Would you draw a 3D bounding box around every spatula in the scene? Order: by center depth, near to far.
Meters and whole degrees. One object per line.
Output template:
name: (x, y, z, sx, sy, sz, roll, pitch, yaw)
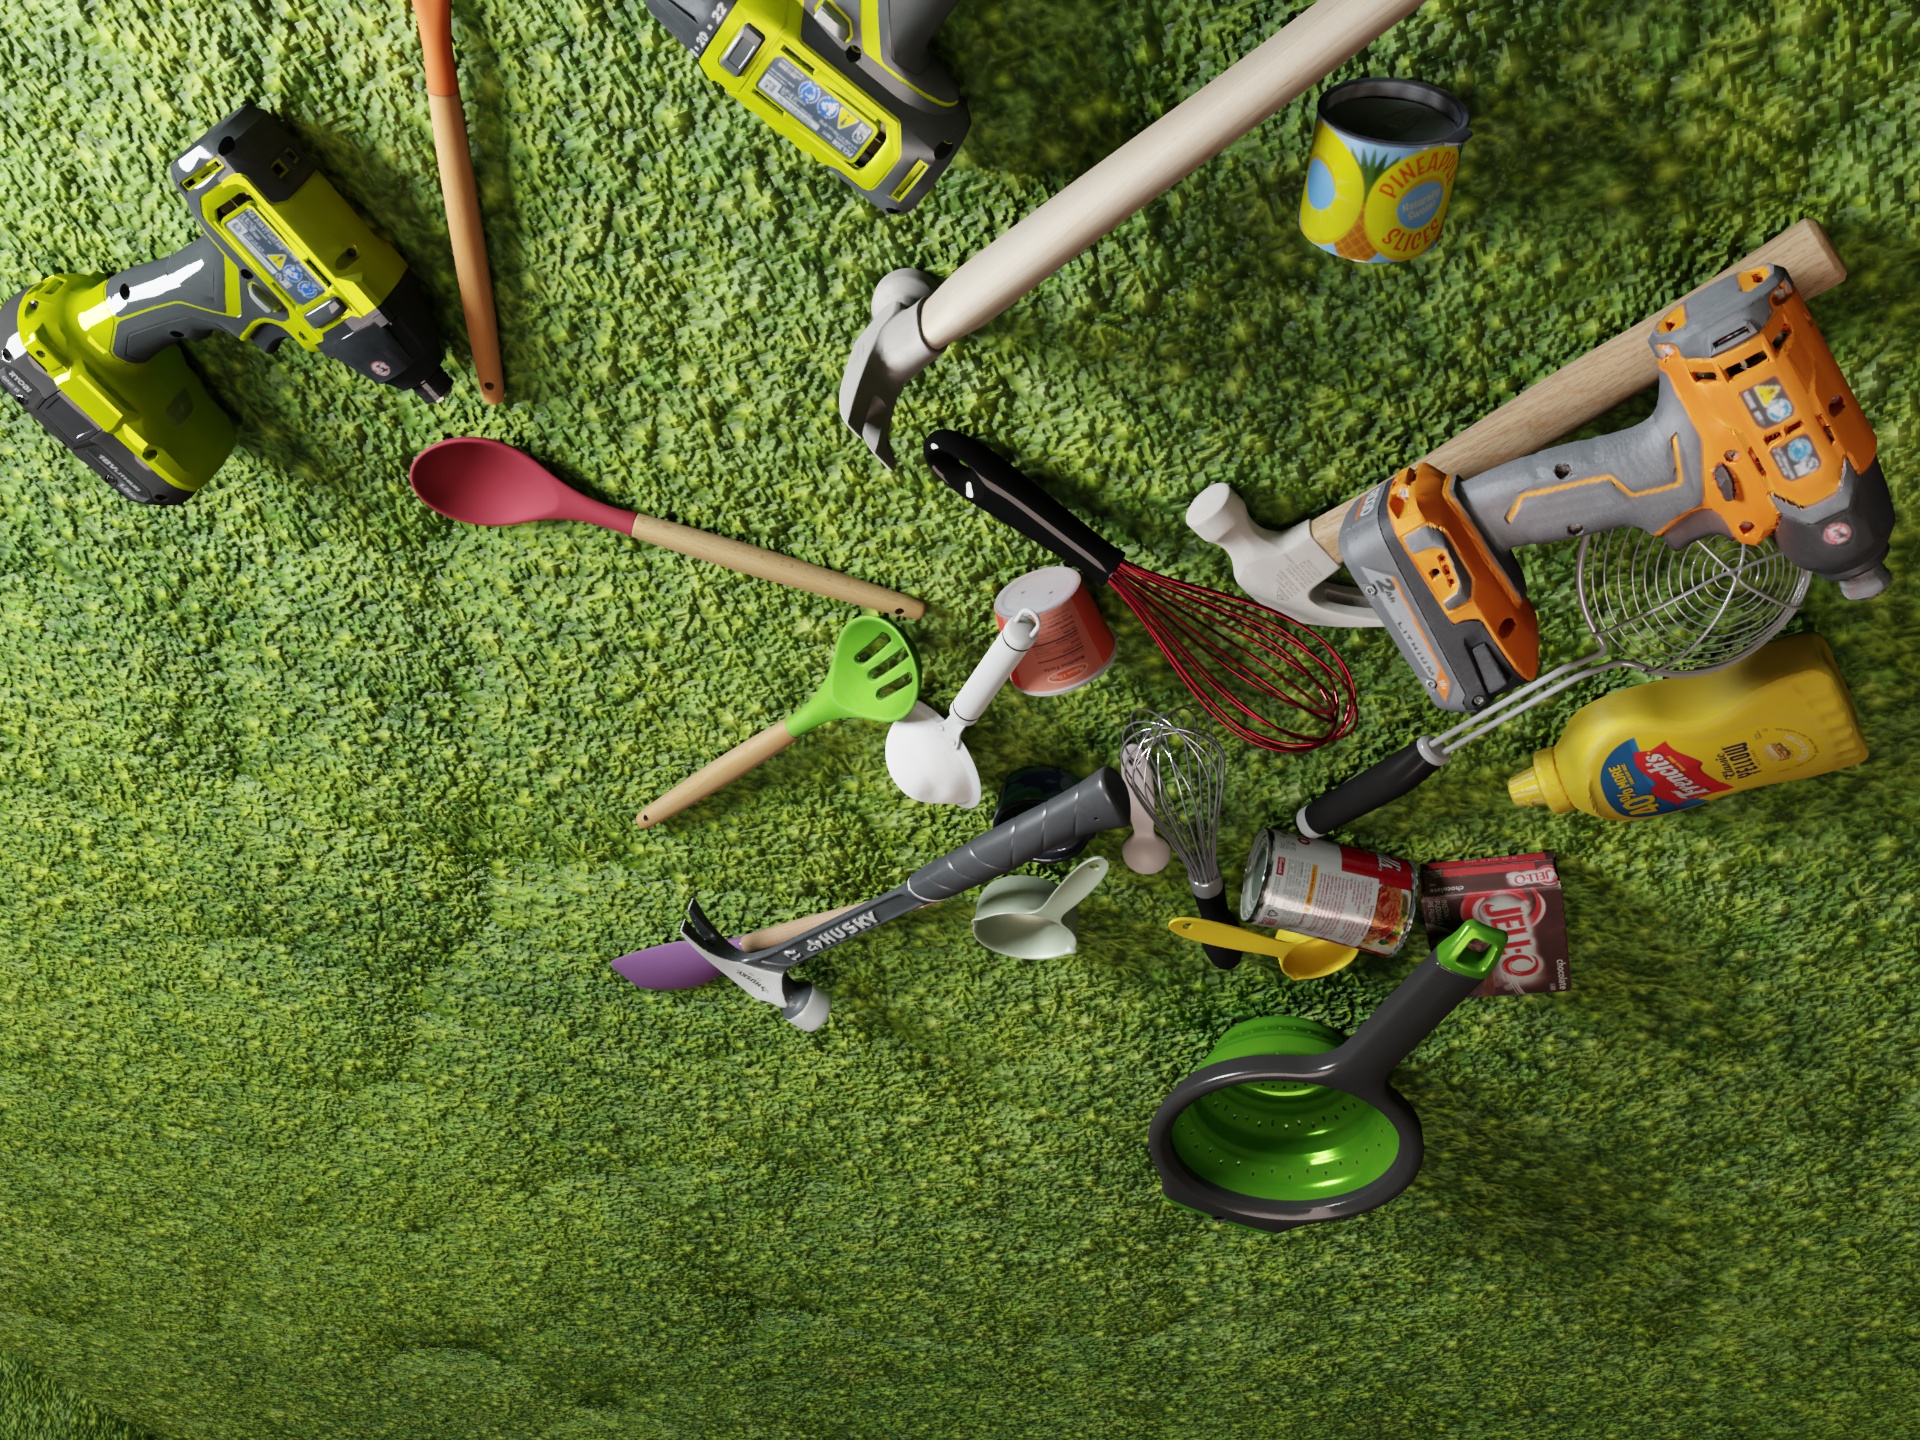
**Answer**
spatula: (-0.256, -0.287, 0.794, 0.081, 0.041, 0.322, -1, 138, -7)
spatula: (-0.147, 0.172, 1.252, 0.316, 0.018, 0.059, -19, 131, 30)

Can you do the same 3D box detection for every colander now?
colander: (0.278, 0.242, 1.177, 0.204, 0.095, 0.396, 20, 132, -8)

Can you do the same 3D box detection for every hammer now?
hammer: (0.107, -0.255, 0.691, 0.410, 0.146, 0.038, -30, 122, 30)
hammer: (0.286, -0.146, 0.825, 0.331, 0.031, 0.130, -31, 121, 35)
hammer: (-0.039, 0.120, 1.122, 0.149, 0.036, 0.409, 38, 134, -25)

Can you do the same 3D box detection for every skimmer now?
skimmer: (0.327, -0.028, 0.938, 0.127, 0.090, 0.363, 33, 143, -12)

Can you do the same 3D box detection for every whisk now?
whisk: (0.102, -0.074, 0.902, 0.296, 0.073, 0.073, 35, 133, -5)
whisk: (0.162, 0.089, 1.076, 0.070, 0.070, 0.284, -5, 138, 17)

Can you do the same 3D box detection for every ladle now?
ladle: (-0.172, -0.111, 0.965, 0.315, 0.031, 0.069, 16, 138, -7)

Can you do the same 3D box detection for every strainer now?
strainer: (-0.002, -0.003, 0.981, 0.087, 0.050, 0.258, 50, 148, 9)

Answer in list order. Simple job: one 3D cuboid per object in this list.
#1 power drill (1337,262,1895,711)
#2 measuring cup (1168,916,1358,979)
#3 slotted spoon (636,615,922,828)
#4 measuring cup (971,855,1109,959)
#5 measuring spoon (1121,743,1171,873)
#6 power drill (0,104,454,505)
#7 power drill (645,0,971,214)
power drill: (0.320, -0.092, 0.770, 0.226, 0.084, 0.164, -29, 104, 32)
measuring cup: (0.209, 0.146, 1.114, 0.156, 0.029, 0.062, 15, 133, -24)
slotted spoon: (-0.129, 0.013, 1.077, 0.313, 0.031, 0.070, -30, 88, 39)
measuring cup: (0.065, 0.120, 1.122, 0.083, 0.038, 0.167, 19, 144, -14)
measuring spoon: (0.122, 0.064, 1.083, 0.034, 0.018, 0.124, -1, 134, 13)
power drill: (-0.405, -0.212, 0.880, 0.223, 0.080, 0.171, -20, 128, 25)
power drill: (-0.037, -0.347, 0.663, 0.190, 0.080, 0.228, 34, 134, -20)
